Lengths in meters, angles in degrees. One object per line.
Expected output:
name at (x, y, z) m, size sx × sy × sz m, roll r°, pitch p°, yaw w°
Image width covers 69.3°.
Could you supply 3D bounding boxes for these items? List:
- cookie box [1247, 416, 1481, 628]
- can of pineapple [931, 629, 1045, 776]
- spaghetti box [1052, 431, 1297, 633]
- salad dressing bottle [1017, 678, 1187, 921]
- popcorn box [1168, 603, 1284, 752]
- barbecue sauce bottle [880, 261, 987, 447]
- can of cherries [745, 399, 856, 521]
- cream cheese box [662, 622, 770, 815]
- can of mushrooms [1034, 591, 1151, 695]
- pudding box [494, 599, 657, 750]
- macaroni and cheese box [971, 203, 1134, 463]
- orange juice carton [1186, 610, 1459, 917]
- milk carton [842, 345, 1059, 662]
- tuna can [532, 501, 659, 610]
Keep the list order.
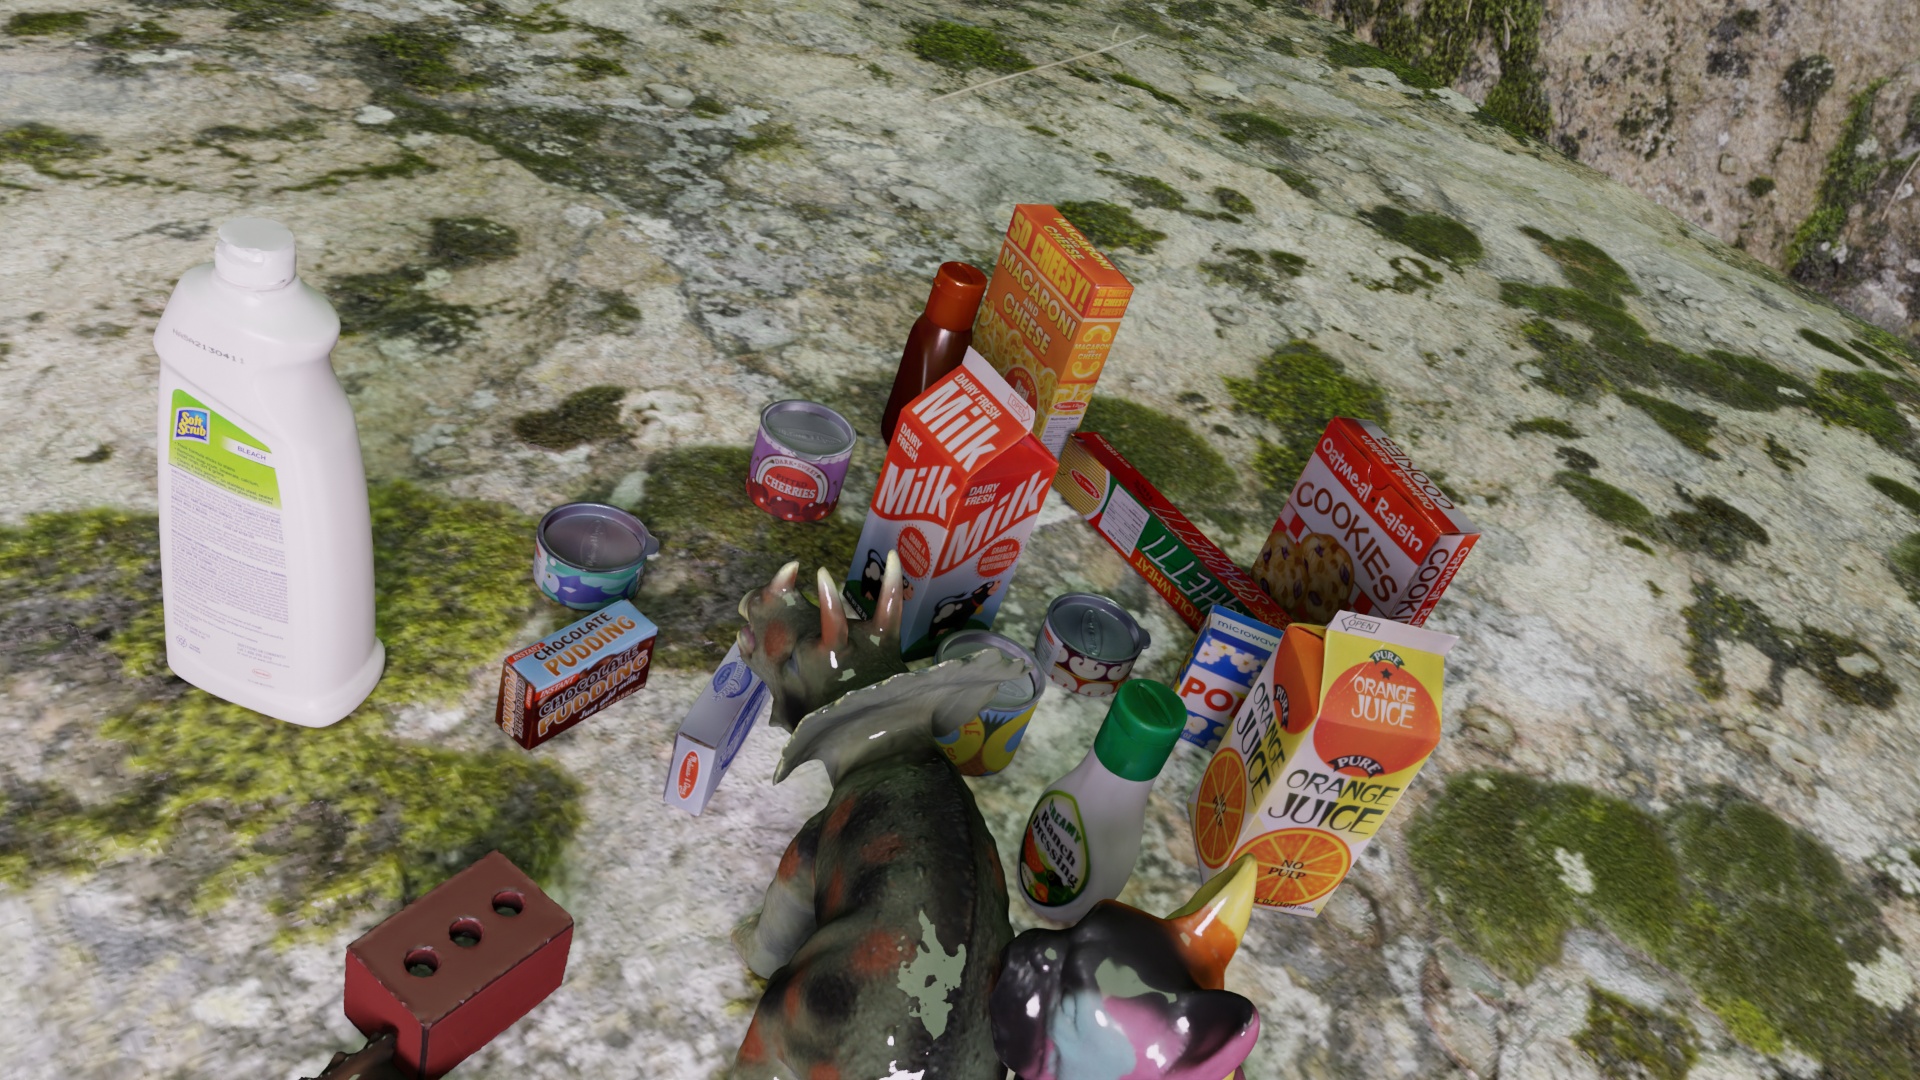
cookie box at (0.262, 0.019, 0.941) m, size 0.040 × 0.166 × 0.123 m, roll -2°, pitch 41°, yaw -28°
can of pineapple at (0.009, 0.095, 0.810) m, size 0.071 × 0.057 × 0.071 m, roll 13°, pitch 36°, yaw -10°
spaghetti box at (0.154, 0.014, 0.997) m, size 0.029 × 0.050 × 0.251 m, roll -12°, pitch 46°, yaw -37°
salad dressing bottle at (0.073, 0.134, 0.713) m, size 0.044 × 0.146 × 0.064 m, roll -5°, pitch 42°, yaw -31°
popcorn box at (0.198, 0.102, 0.870) m, size 0.127 × 0.084 × 0.038 m, roll 22°, pitch 35°, yaw 3°
barbecue sauce bottle at (-0.019, -0.132, 1.020) m, size 0.044 × 0.147 × 0.065 m, roll 3°, pitch 39°, yaw -23°
can of cherries at (-0.110, -0.053, 0.949) m, size 0.071 × 0.058 × 0.072 m, roll 13°, pitch 36°, yaw -10°
cream cheese box at (-0.127, 0.094, 0.750) m, size 0.024 × 0.053 × 0.104 m, roll 22°, pitch 35°, yaw 3°
can of mushrooms at (0.086, 0.068, 0.905) m, size 0.071 × 0.033 × 0.071 m, roll 13°, pitch 36°, yaw -10°
pudding box at (-0.206, 0.070, 0.745) m, size 0.030 × 0.049 × 0.084 m, roll 36°, pitch 38°, yaw 21°
macaroni and cheese box at (0.062, -0.158, 1.079) m, size 0.040 × 0.165 × 0.124 m, roll -6°, pitch 43°, yaw -32°
orange juice carton at (0.196, 0.115, 0.760) m, size 0.072 × 0.191 × 0.073 m, roll 13°, pitch 36°, yaw -11°
milk carton at (-0.003, -0.021, 0.844) m, size 0.074 × 0.189 × 0.072 m, roll -11°, pitch 46°, yaw -37°
tuna can at (-0.219, 0.010, 0.834) m, size 0.071 × 0.032 × 0.071 m, roll 13°, pitch 36°, yaw -10°
